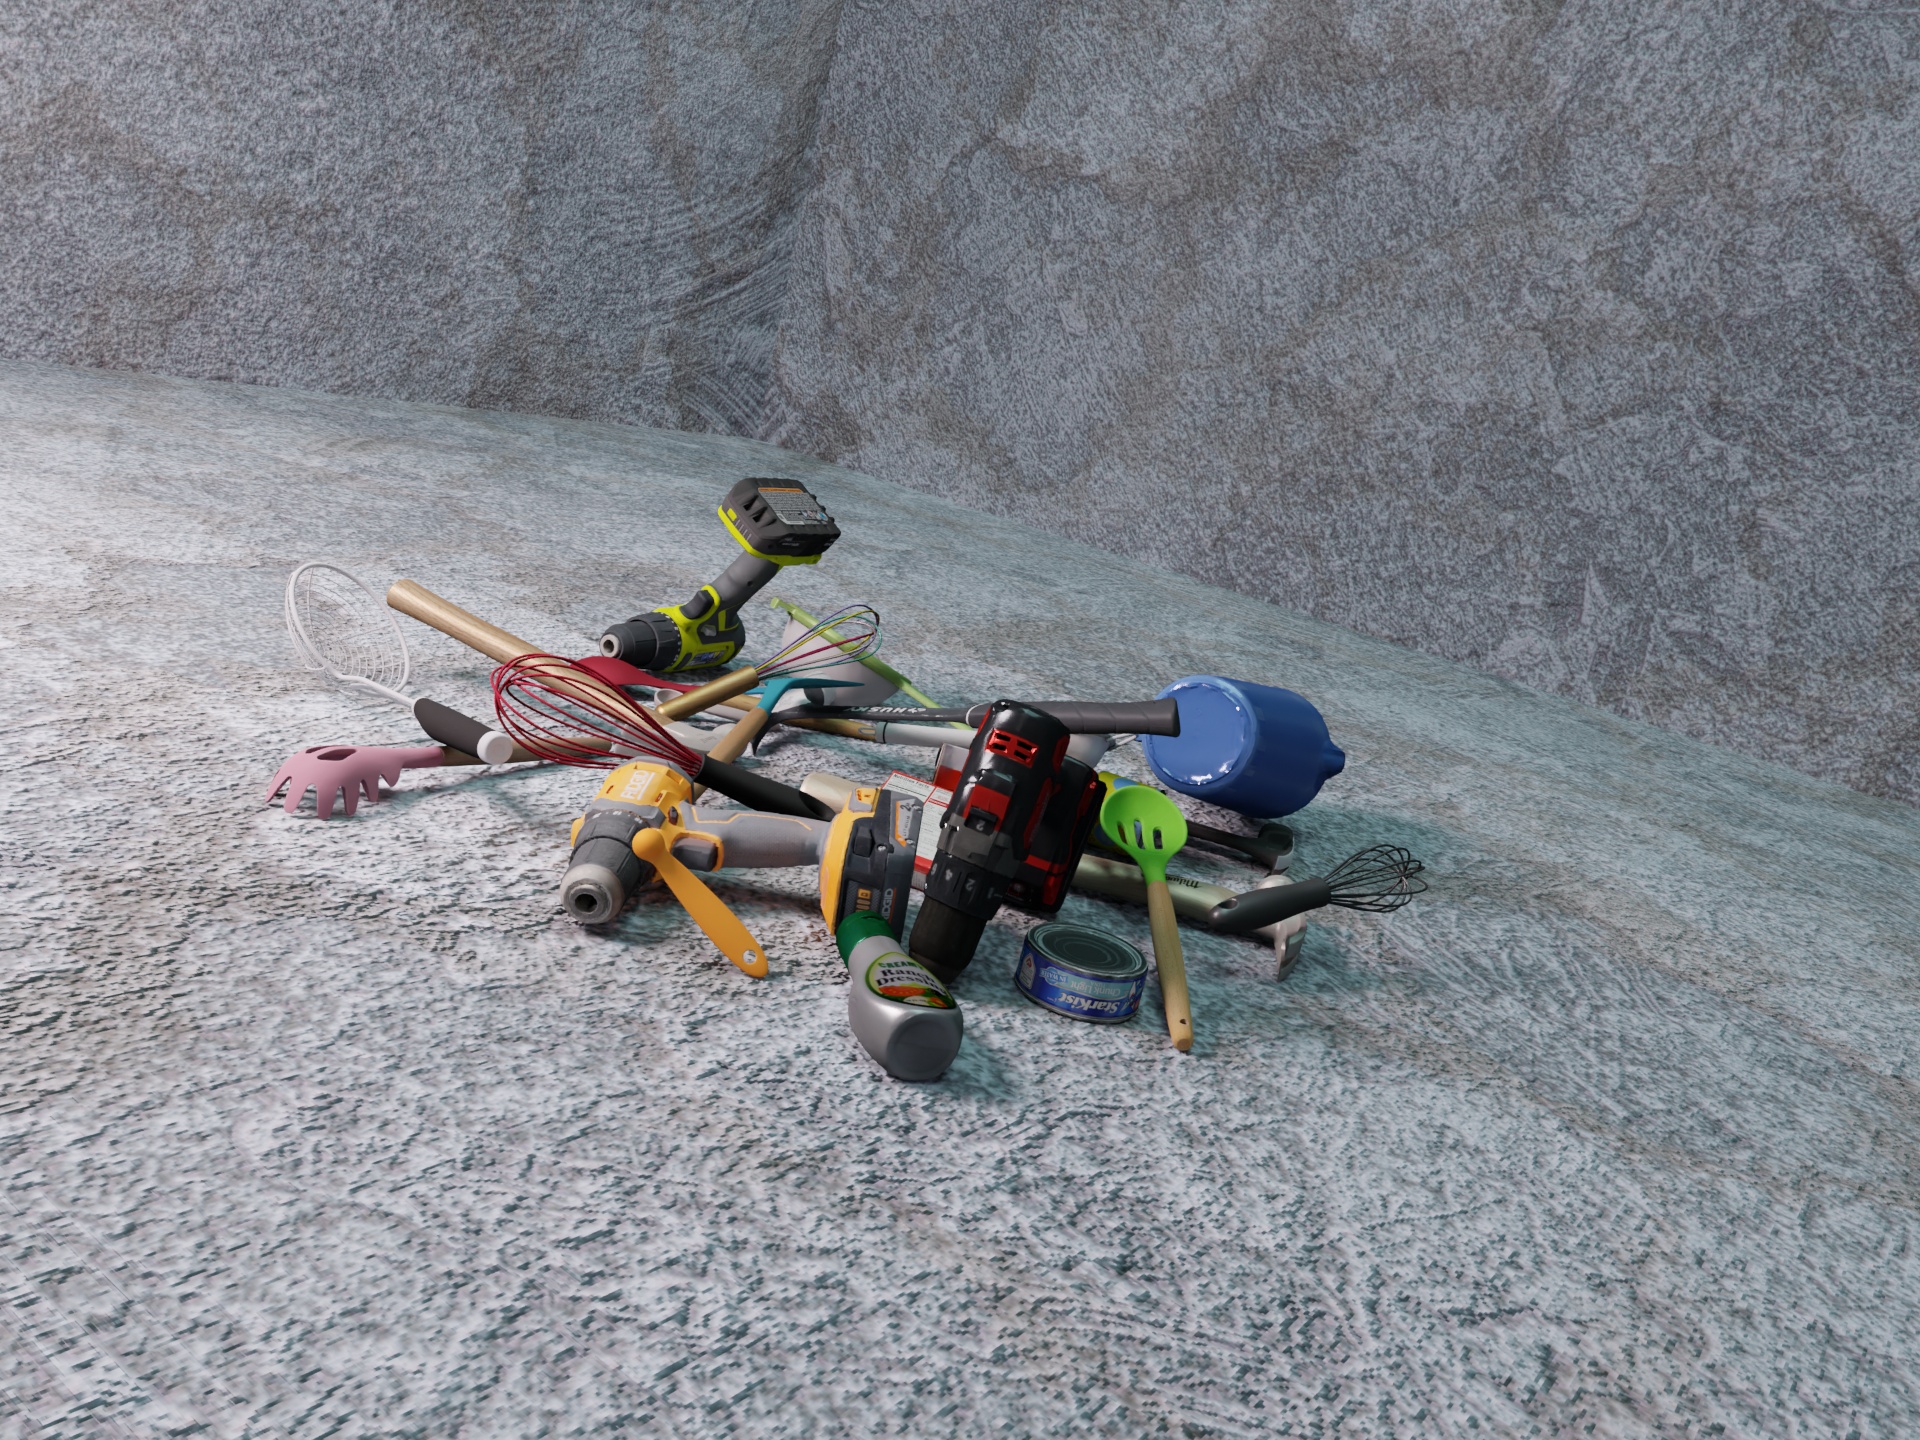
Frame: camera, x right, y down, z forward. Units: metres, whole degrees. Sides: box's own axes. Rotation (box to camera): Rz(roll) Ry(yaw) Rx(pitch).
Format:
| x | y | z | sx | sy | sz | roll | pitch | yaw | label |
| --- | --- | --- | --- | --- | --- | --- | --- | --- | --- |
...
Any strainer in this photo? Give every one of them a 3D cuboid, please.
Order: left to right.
| x | y | z | sx | sy | sz | roll | pitch | yaw | label |
| --- | --- | --- | --- | --- | --- | --- | --- | --- | --- |
| -0.088 | -0.025 | 1.607 | 0.256 | 0.069 | 0.151 | 35 | 1 | 20 | strainer |
| 0.030 | 0.023 | 1.439 | 0.258 | 0.050 | 0.086 | 5 | -18 | 14 | strainer |

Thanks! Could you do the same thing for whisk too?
| x | y | z | sx | sy | sz | roll | pitch | yaw | label |
| --- | --- | --- | --- | --- | --- | --- | --- | --- | --- |
| -0.212 | 0.028 | 1.176 | 0.295 | 0.073 | 0.073 | 26 | 6 | -31 | whisk |
| -0.174 | -0.046 | 1.483 | 0.245 | 0.051 | 0.047 | -26 | -2 | -28 | whisk |
| 0.273 | 0.133 | 1.205 | 0.239 | 0.055 | 0.055 | -7 | 24 | -38 | whisk |

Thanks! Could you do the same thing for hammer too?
| x | y | z | sx | sy | sz | roll | pitch | yaw | label |
| --- | --- | --- | --- | --- | --- | --- | --- | --- | --- |
| -0.347 | -0.039 | 1.350 | 0.331 | 0.031 | 0.130 | 26 | 13 | 11 | hammer |
| -0.002 | -0.004 | 1.381 | 0.409 | 0.036 | 0.149 | 1 | 20 | 28 | hammer |
| 0.068 | 0.113 | 1.252 | 0.410 | 0.038 | 0.146 | 15 | 15 | 6 | hammer |
| 0.137 | 0.080 | 1.451 | 0.337 | 0.034 | 0.127 | 16 | 13 | 10 | hammer |

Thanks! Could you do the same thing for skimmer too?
| x | y | z | sx | sy | sz | roll | pitch | yaw | label |
| --- | --- | --- | --- | --- | --- | --- | --- | --- | --- |
| -0.420 | -0.044 | 1.222 | 0.363 | 0.090 | 0.127 | 18 | -21 | 46 | skimmer |

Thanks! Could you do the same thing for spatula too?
| x | y | z | sx | sy | sz | roll | pitch | yaw | label |
| --- | --- | --- | --- | --- | --- | --- | --- | --- | --- |
| -0.172 | 0.017 | 1.313 | 0.082 | 0.044 | 0.318 | -1 | 25 | 19 | spatula |

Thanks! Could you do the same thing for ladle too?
| x | y | z | sx | sy | sz | roll | pitch | yaw | label |
| --- | --- | --- | --- | --- | --- | --- | --- | --- | --- |
| -0.222 | -0.019 | 1.517 | 0.315 | 0.031 | 0.069 | 13 | 13 | -10 | ladle |

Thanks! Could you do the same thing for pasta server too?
| x | y | z | sx | sy | sz | roll | pitch | yaw | label |
| --- | --- | --- | --- | --- | --- | --- | --- | --- | --- |
| -0.370 | 0.033 | 1.180 | 0.060 | 0.040 | 0.316 | 20 | 12 | 26 | pasta server |

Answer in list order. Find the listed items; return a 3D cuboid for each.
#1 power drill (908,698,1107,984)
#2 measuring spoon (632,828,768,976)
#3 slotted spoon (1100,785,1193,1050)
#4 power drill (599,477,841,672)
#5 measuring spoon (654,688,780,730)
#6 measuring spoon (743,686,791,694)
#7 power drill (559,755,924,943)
| x | y | z | sx | sy | sz | roll | pitch | yaw | label |
| --- | --- | --- | --- | --- | --- | --- | --- | --- | --- |
| 0.029 | 0.090 | 1.100 | 0.080 | 0.188 | 0.226 | 21 | -3 | 13 | power drill |
| -0.157 | 0.111 | 0.967 | 0.117 | 0.021 | 0.011 | 49 | -18 | -1 | measuring spoon |
| 0.142 | 0.136 | 1.147 | 0.070 | 0.031 | 0.314 | 8 | 26 | -3 | slotted spoon |
| -0.241 | -0.133 | 1.572 | 0.080 | 0.228 | 0.190 | 51 | 25 | 13 | power drill |
| -0.227 | -0.003 | 1.481 | 0.124 | 0.018 | 0.034 | 15 | 27 | -24 | measuring spoon |
| -0.211 | -0.020 | 1.565 | 0.128 | 0.021 | 0.042 | -1 | 18 | -16 | measuring spoon |
| -0.144 | 0.092 | 1.050 | 0.226 | 0.084 | 0.185 | 9 | 19 | 0 | power drill |
